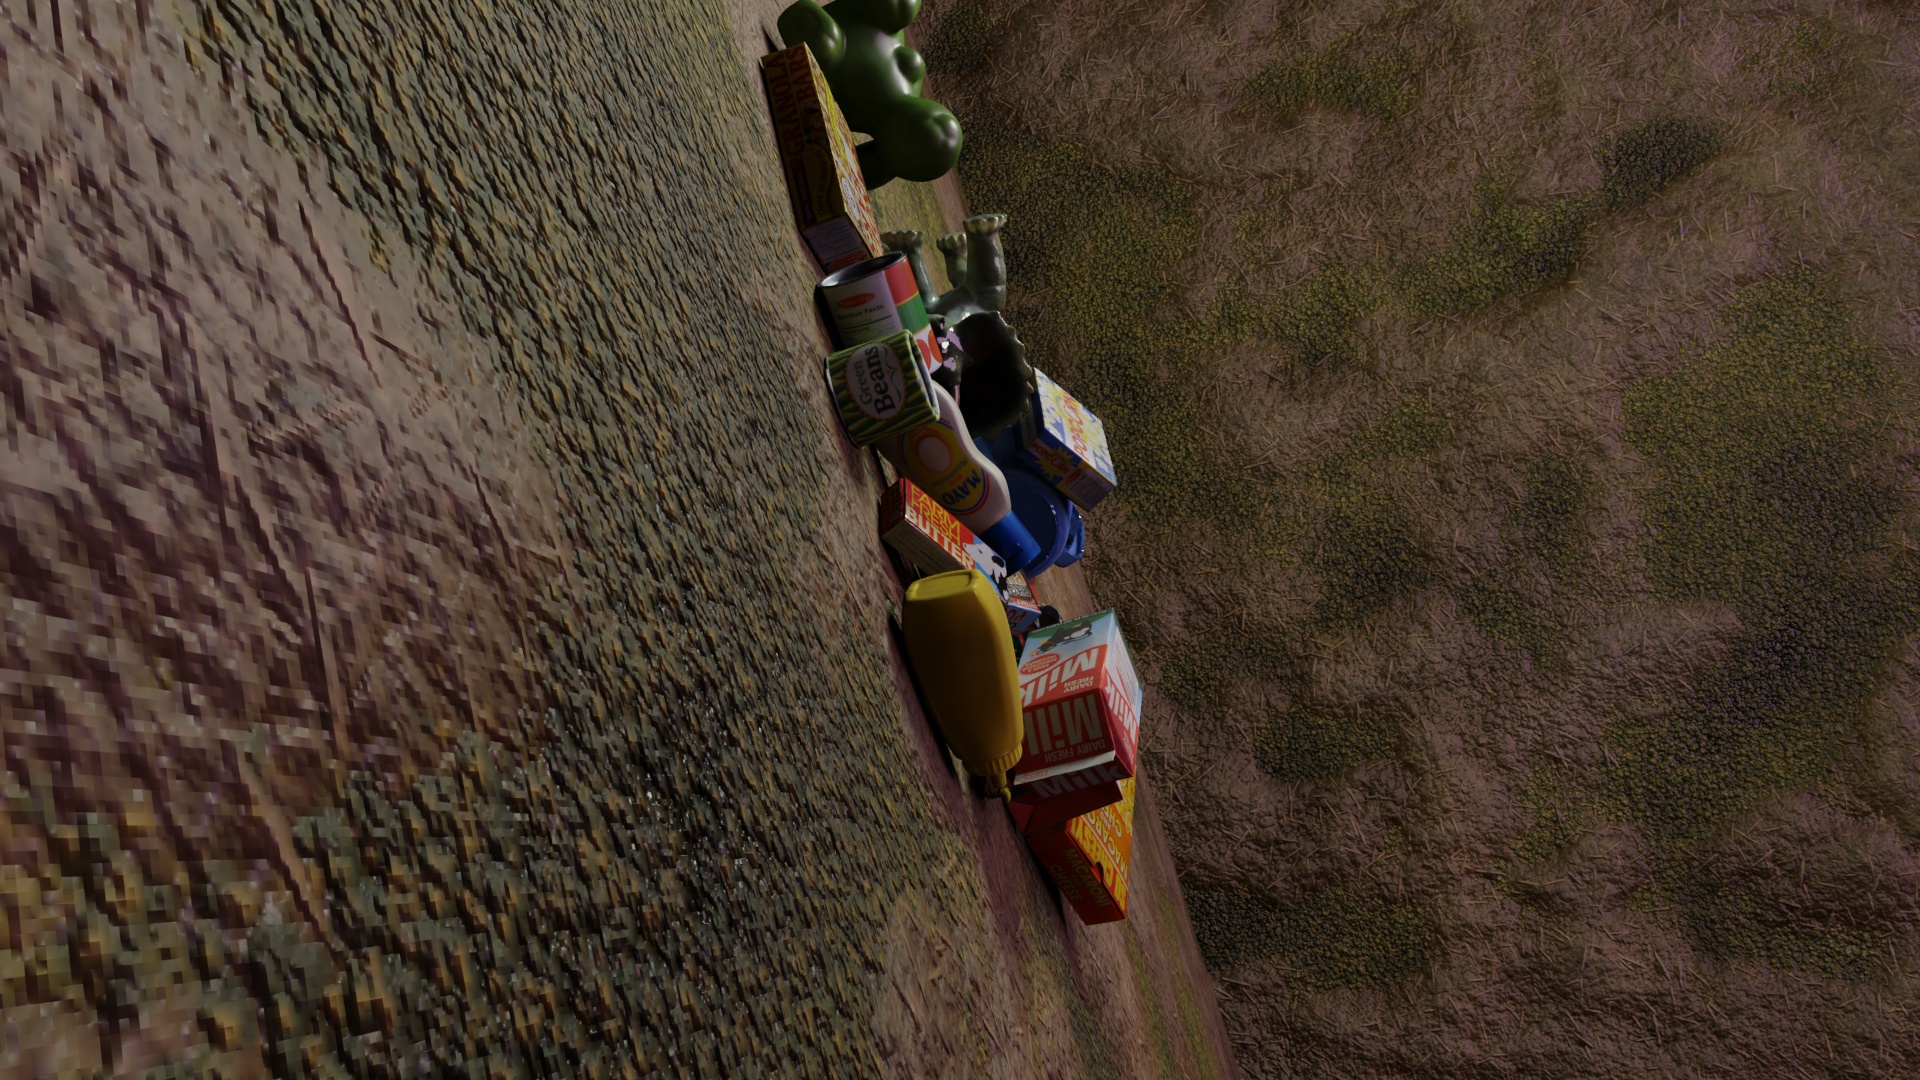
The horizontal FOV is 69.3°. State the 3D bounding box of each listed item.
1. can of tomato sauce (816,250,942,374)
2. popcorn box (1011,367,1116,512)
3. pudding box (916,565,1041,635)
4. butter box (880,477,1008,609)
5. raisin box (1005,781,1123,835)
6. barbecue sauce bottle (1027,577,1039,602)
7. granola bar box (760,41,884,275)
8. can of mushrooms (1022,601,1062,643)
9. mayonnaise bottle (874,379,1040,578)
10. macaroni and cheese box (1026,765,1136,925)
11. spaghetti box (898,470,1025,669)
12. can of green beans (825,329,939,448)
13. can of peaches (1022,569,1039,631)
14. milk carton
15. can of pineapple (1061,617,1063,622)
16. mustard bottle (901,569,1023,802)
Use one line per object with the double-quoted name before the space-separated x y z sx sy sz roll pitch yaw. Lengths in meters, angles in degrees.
"can of tomato sauce" -0.055 -0.155 0.987 0.071 0.071 0.082 -89 161 -68
"popcorn box" 0.086 -0.088 1.198 0.085 0.038 0.127 36 23 -20
"pudding box" 0.013 0.037 1.007 0.084 0.030 0.050 17 38 -37
"butter box" -0.010 0.006 0.943 0.103 0.024 0.053 40 24 -24
"raisin box" 0.076 0.169 1.104 0.124 0.086 0.040 -93 158 -65
"barbecue sauce bottle" 0.051 0.019 1.449 0.064 0.043 0.149 53 21 -68
"granola bar box" -0.100 -0.275 1.061 0.124 0.039 0.166 56 17 -65
"can of mushrooms" 0.065 0.088 1.281 0.033 0.071 0.071 -47 119 -84
"mayonnaise bottle" 0.000 -0.041 0.994 0.148 0.064 0.041 53 6 -5
"macaroni and cheese box" 0.106 0.220 1.181 0.123 0.040 0.167 58 27 -32
"spaghetti box" 0.009 0.034 1.071 0.029 0.050 0.250 -32 104 -82
"can of green beans" -0.051 -0.101 0.927 0.071 0.058 0.071 -21 92 -83
"can of peaches" 0.027 0.049 1.144 0.071 0.058 0.071 -21 93 -83
"milk carton" 0.082 0.122 0.992 0.191 0.072 0.073 -64 134 -70
"can of pineapple" 0.082 0.113 1.391 0.071 0.058 0.071 -20 92 -83
"mustard bottle" 0.008 0.098 0.882 0.049 0.065 0.159 -77 154 -66
